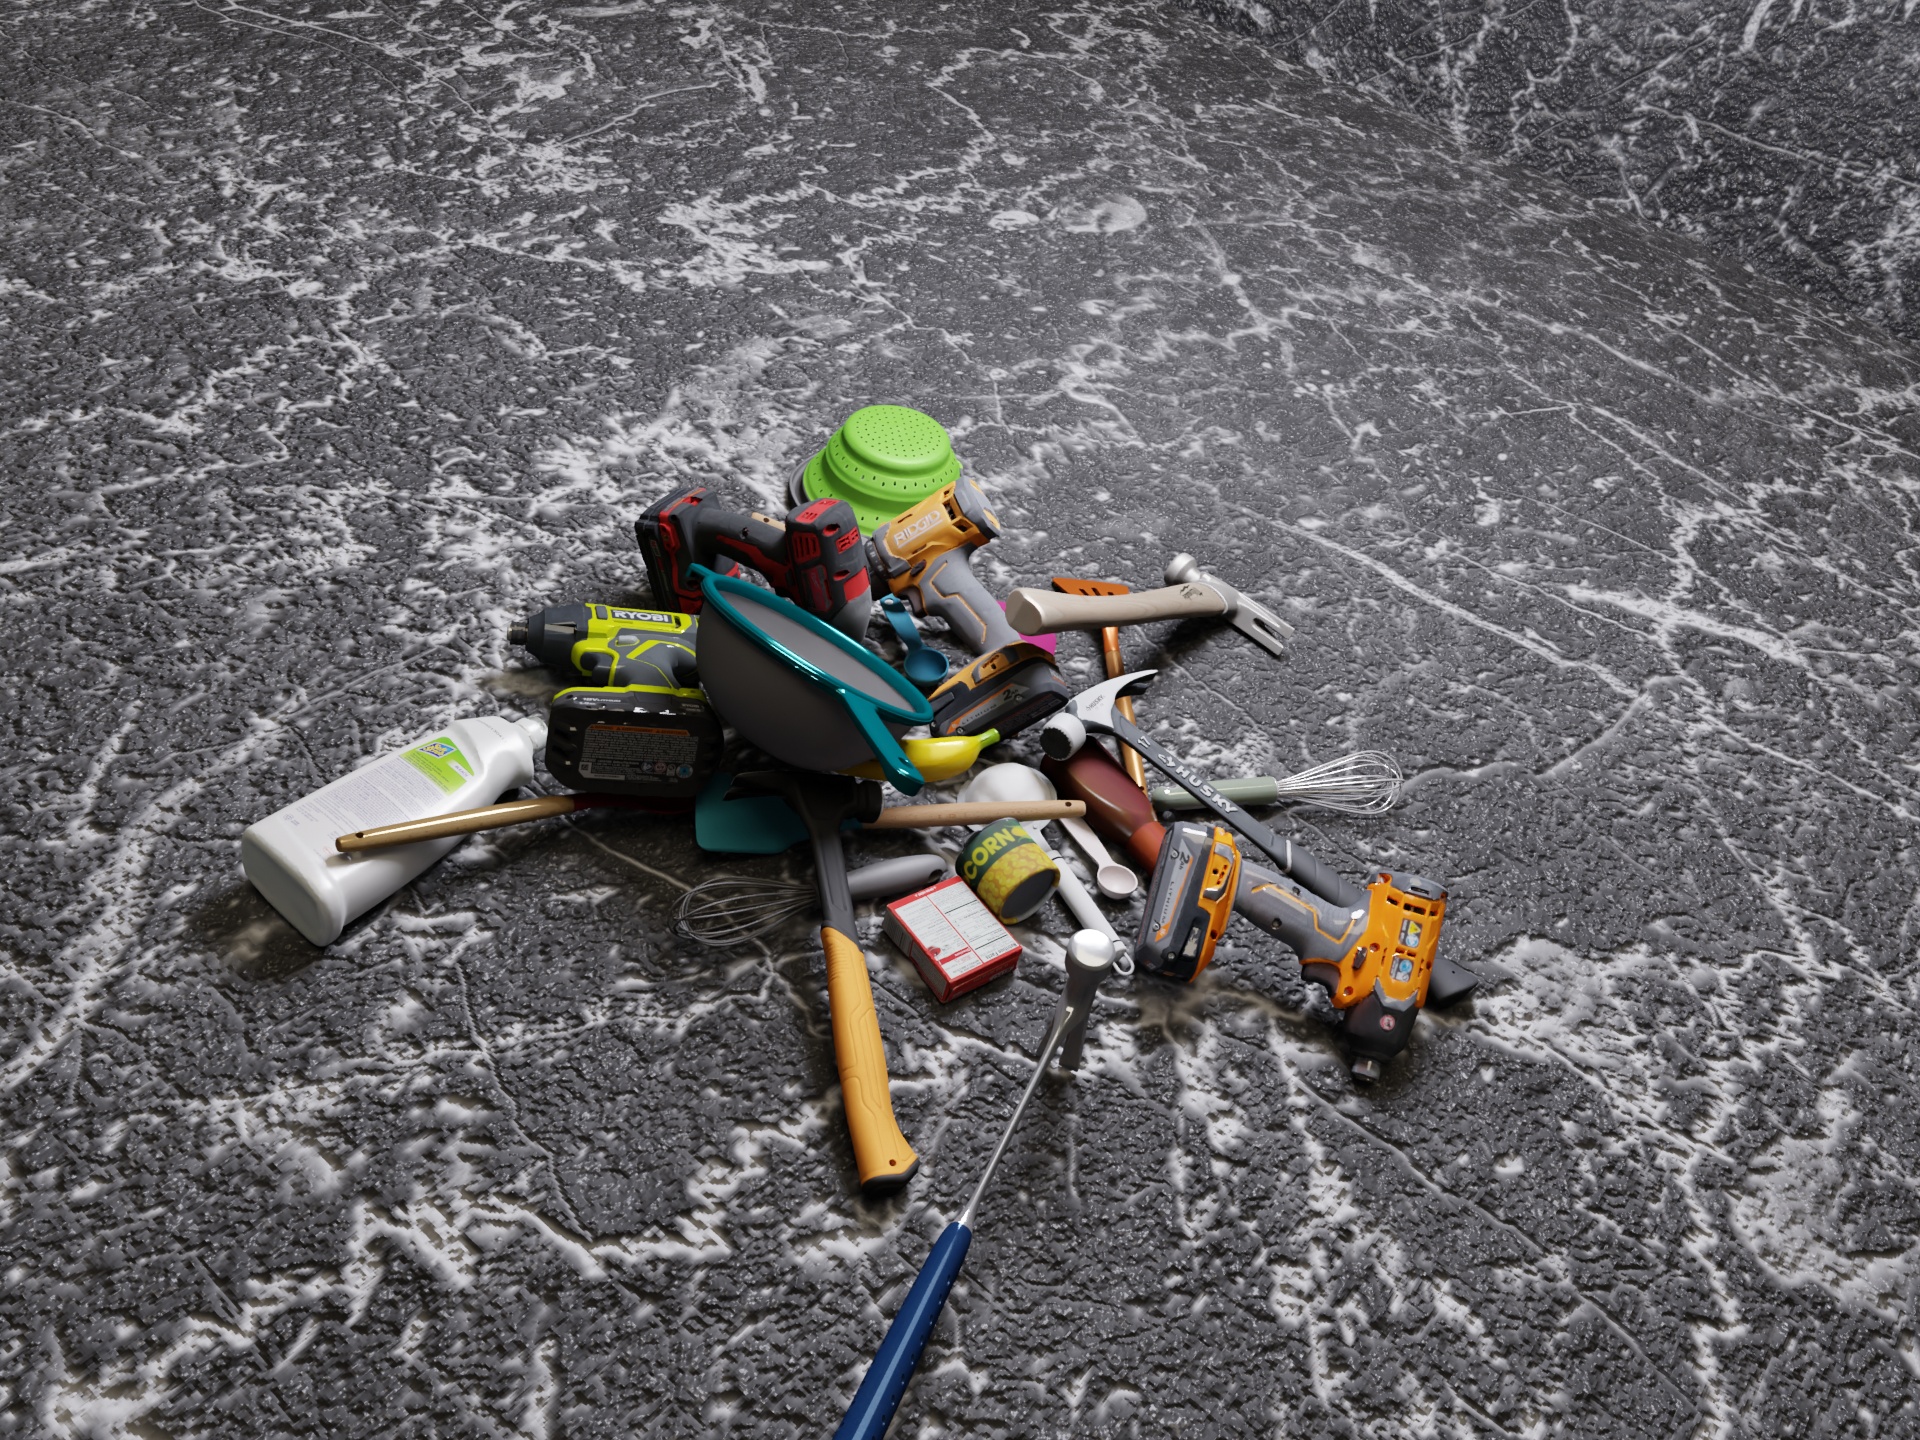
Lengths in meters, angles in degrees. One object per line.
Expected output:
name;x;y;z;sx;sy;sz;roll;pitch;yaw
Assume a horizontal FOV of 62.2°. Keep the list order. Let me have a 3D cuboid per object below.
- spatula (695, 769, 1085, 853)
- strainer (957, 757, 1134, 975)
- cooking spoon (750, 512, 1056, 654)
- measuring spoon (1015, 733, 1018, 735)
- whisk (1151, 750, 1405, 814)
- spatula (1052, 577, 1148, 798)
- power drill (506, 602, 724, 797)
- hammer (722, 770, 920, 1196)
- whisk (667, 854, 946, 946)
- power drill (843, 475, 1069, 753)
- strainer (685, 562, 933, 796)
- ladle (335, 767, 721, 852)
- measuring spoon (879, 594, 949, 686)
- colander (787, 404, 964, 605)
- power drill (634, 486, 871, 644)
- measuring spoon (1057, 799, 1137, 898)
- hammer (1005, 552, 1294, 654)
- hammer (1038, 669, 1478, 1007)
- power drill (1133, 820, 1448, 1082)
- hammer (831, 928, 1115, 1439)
spatula;-0.055;0.075;1.302;0.317;0.044;0.082;-3;49;-2
strainer;0.073;0.110;1.327;0.087;0.050;0.259;-24;56;-17
cooking spoon;-0.051;-0.128;1.509;0.318;0.017;0.069;22;54;-12
measuring spoon;-0.002;-0.005;1.447;0.117;0.011;0.021;11;42;-3
whisk;0.289;0.063;1.435;0.246;0.059;0.058;-4;1;-14
spatula;0.147;-0.038;1.519;0.081;0.041;0.323;5;47;-11
power drill;-0.285;-0.028;1.317;0.171;0.080;0.223;4;27;-20
hammer;-0.090;0.182;1.163;0.127;0.034;0.337;6;51;-28
whisk;-0.115;0.133;1.243;0.239;0.055;0.055;-9;47;-30
power drill;-0.023;-0.082;1.418;0.185;0.084;0.226;-29;71;14
strainer;-0.111;0.003;1.209;0.210;0.095;0.341;27;12;-30
ladle;-0.324;0.068;1.227;0.315;0.031;0.069;-10;44;-42
measuring spoon;-0.049;-0.075;1.501;0.042;0.021;0.129;-16;50;-17
colander;-0.097;-0.210;1.580;0.204;0.094;0.397;20;42;6
power drill;-0.175;-0.132;1.415;0.220;0.143;0.078;11;37;32
measuring spoon;0.110;0.111;1.357;0.034;0.018;0.124;-8;40;-27
hammer;0.173;-0.099;1.468;0.146;0.038;0.410;38;25;24
hammer;0.262;0.101;1.349;0.409;0.036;0.149;39;43;12
power drill;0.257;0.180;1.250;0.226;0.084;0.164;16;77;2
hammer;0.005;0.326;1.036;0.035;0.144;0.406;23;51;12
